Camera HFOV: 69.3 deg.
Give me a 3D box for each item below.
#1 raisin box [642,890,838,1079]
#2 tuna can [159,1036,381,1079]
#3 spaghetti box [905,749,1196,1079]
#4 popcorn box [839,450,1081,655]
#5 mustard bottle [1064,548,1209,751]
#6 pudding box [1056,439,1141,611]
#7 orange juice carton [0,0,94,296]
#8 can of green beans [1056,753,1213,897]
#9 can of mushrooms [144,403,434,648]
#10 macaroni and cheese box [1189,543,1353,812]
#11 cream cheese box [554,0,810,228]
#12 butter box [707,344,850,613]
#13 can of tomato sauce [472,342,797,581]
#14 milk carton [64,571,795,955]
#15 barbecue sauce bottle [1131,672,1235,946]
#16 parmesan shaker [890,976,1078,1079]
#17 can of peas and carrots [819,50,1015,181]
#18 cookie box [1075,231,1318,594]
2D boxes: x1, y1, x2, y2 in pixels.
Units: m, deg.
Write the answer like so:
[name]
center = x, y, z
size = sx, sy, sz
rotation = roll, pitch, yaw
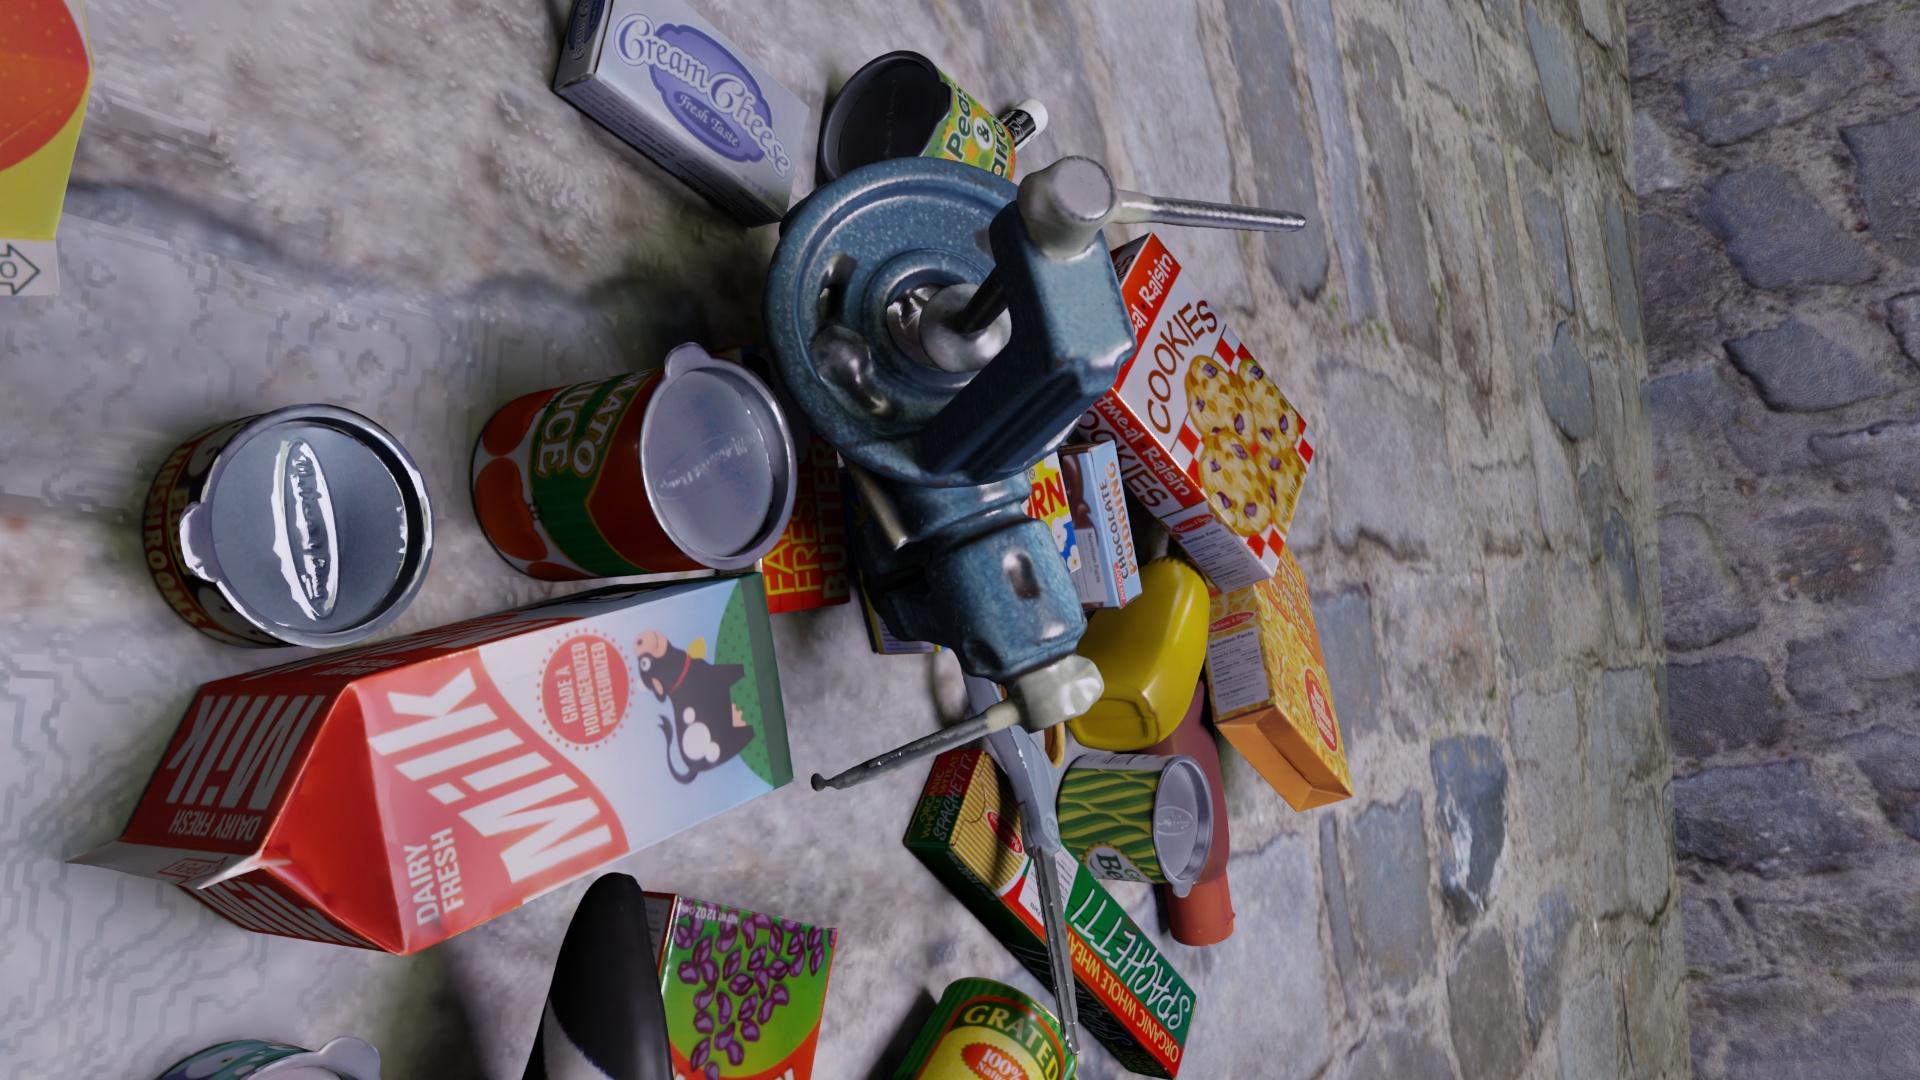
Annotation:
[raisin box]
center = -0.092, 0.189, 0.478
size = 0.086, 0.040, 0.124
rotation = 33, 60, -49
[tuna can]
center = -0.182, 0.163, 0.362
size = 0.071, 0.033, 0.071
rotation = 10, 78, -54
[spaghetti box]
center = 0.053, 0.193, 0.689
size = 0.249, 0.028, 0.050
rotation = 53, 46, -36
[popcorn box]
center = 0.002, -0.008, 0.636
size = 0.127, 0.038, 0.085
rotation = -27, 106, -52
[mustard bottle]
center = 0.104, 0.050, 0.751
size = 0.161, 0.065, 0.048
rotation = -52, 129, -50
[pudding box]
center = 0.058, -0.007, 0.705
size = 0.030, 0.049, 0.083
rotation = -26, 106, -54
[orange juice carton]
center = -0.242, -0.146, 0.287
size = 0.072, 0.073, 0.192
rotation = -14, 97, -54
[can of green beans]
center = 0.091, 0.144, 0.722
size = 0.071, 0.058, 0.071
rotation = 10, 77, -54
[can of mushrooms]
center = -0.185, -0.003, 0.380
size = 0.071, 0.033, 0.071
rotation = 9, 79, -54
[macaroni and cheese box]
center = 0.183, 0.061, 0.835
size = 0.123, 0.040, 0.167
rotation = 45, 33, -42
[cream cheese box]
center = -0.102, -0.167, 0.525
size = 0.103, 0.024, 0.053
rotation = 29, 62, -49
[butter box]
center = -0.073, -0.023, 0.547
size = 0.053, 0.024, 0.103
rotation = -6, 90, -54
[can of tomato sauce]
center = -0.106, -0.023, 0.449
size = 0.071, 0.083, 0.071
rotation = 10, 77, -53
[milk carton]
center = -0.140, 0.062, 0.400
size = 0.191, 0.072, 0.073
rotation = -15, 98, -54
[barbecue sauce bottle]
center = 0.126, 0.152, 0.783
size = 0.065, 0.043, 0.148
rotation = -23, 105, -59
[parmesan shaker]
center = 0.000, 0.244, 0.572
size = 0.103, 0.071, 0.071
rotation = -50, 125, -45
[can of peas and carrots]
center = -0.016, -0.170, 0.605
size = 0.058, 0.071, 0.071
rotation = 23, 67, -51
[cookie box]
center = 0.125, -0.072, 0.776
size = 0.167, 0.040, 0.123
rotation = 46, 47, -19
